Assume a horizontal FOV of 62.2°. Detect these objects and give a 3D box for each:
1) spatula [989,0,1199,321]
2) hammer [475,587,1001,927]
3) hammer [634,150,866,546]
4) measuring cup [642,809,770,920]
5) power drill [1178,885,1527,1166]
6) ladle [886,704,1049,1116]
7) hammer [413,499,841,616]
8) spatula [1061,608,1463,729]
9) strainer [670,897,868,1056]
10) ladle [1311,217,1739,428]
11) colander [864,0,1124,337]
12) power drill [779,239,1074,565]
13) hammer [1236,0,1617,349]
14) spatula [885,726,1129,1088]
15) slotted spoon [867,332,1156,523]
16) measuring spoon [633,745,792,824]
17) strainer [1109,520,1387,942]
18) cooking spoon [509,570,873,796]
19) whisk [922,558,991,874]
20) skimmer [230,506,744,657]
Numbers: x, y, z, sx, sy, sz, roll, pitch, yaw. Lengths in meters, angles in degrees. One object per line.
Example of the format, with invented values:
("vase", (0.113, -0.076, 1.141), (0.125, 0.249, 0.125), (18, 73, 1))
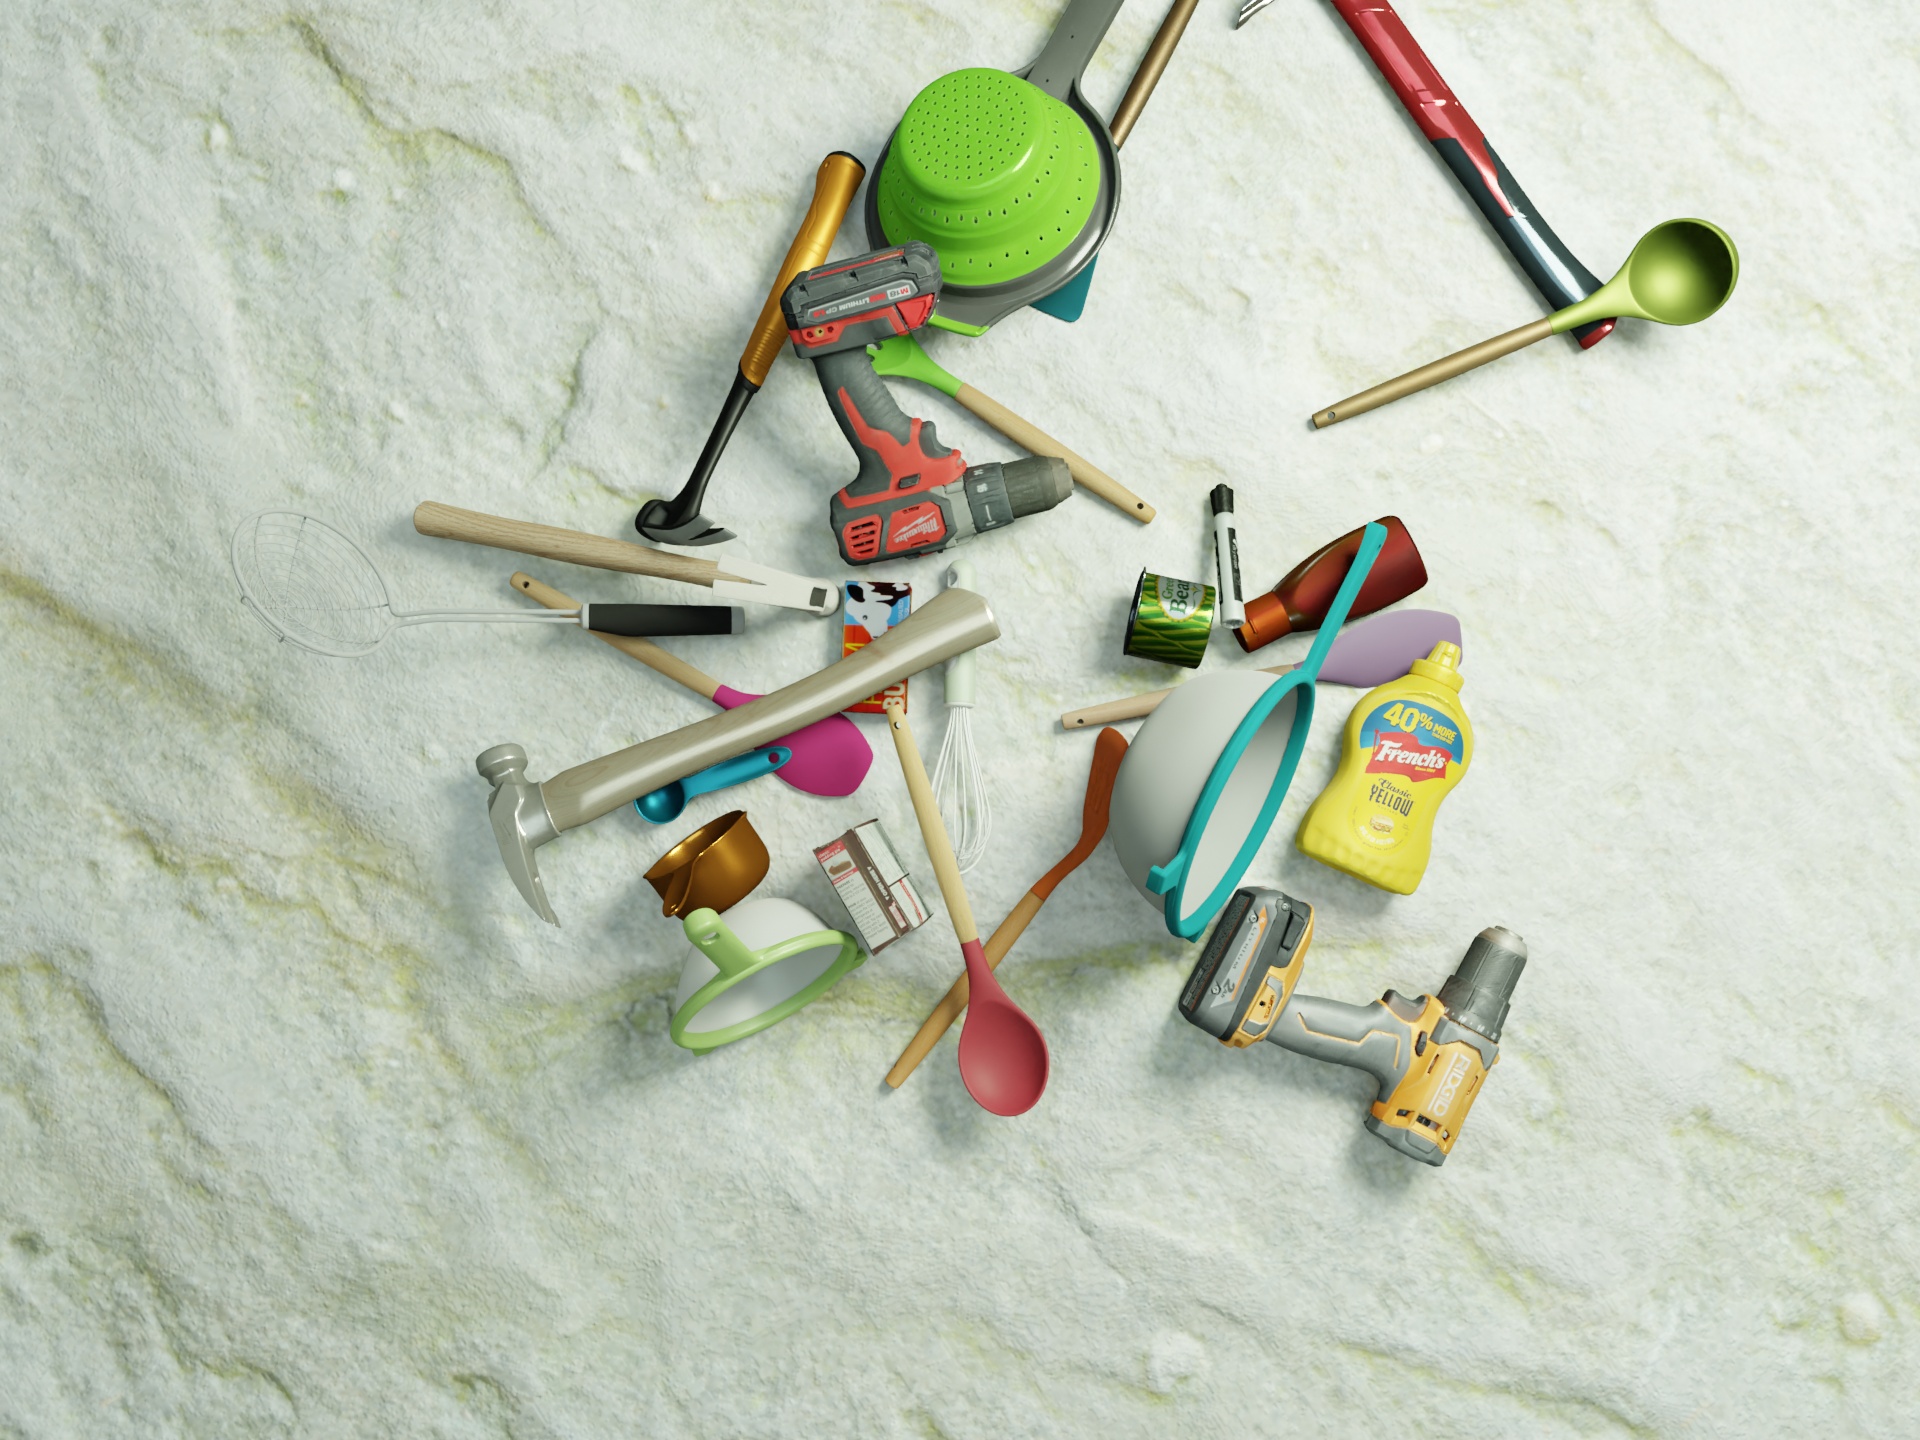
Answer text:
("spatula", (0.128, -0.473, 1.263), (0.082, 0.044, 0.317), (27, 83, 3))
("hammer", (-0.159, 0.013, 1.201), (0.410, 0.038, 0.146), (-24, 72, 1))
("hammer", (-0.149, -0.288, 1.222), (0.034, 0.127, 0.337), (28, 81, -33))
("measuring cup", (-0.186, 0.125, 1.160), (0.095, 0.174, 0.052), (-32, 104, 7))
("power drill", (0.302, 0.203, 1.192), (0.226, 0.084, 0.185), (29, 87, -2))
("ladle", (-0.003, 0.139, 1.183), (0.069, 0.031, 0.315), (-18, 90, 10))
("hammer", (-0.263, -0.126, 1.215), (0.331, 0.130, 0.031), (12, 93, 10))
("spatula", (0.233, -0.033, 1.233), (0.316, 0.018, 0.059), (-13, 111, 2))
("strainer", (-0.162, 0.157, 1.129), (0.151, 0.256, 0.069), (-29, 67, -5))
("ladle", (0.421, -0.288, 1.202), (0.320, 0.062, 0.078), (-21, 95, 12))
("colander", (0.053, -0.490, 1.211), (0.204, 0.094, 0.397), (26, 81, 18))
("power drill", (-0.026, -0.235, 1.188), (0.188, 0.080, 0.226), (-13, 114, 5))
("hammer", (0.378, -0.447, 1.247), (0.143, 0.038, 0.386), (-34, 87, 0))
("spatula", (0.037, 0.147, 1.215), (0.041, 0.081, 0.322), (37, 93, -13))
("slotted spoon", (0.019, -0.243, 1.248), (0.314, 0.031, 0.070), (33, 80, 1))
("measuring spoon", (-0.191, 0.045, 1.238), (0.128, 0.021, 0.042), (-19, 90, 0))
("strainer", (0.199, -0.011, 1.165), (0.095, 0.210, 0.340), (25, 80, 22))
("cooking spoon", (-0.213, -0.034, 1.245), (0.319, 0.017, 0.069), (29, 87, 2))
("whisk", (-0.002, -0.004, 1.227), (0.059, 0.058, 0.246), (6, 81, -33))
("skimmer", (-0.342, -0.098, 1.185), (0.363, 0.090, 0.127), (0, 49, -12))
